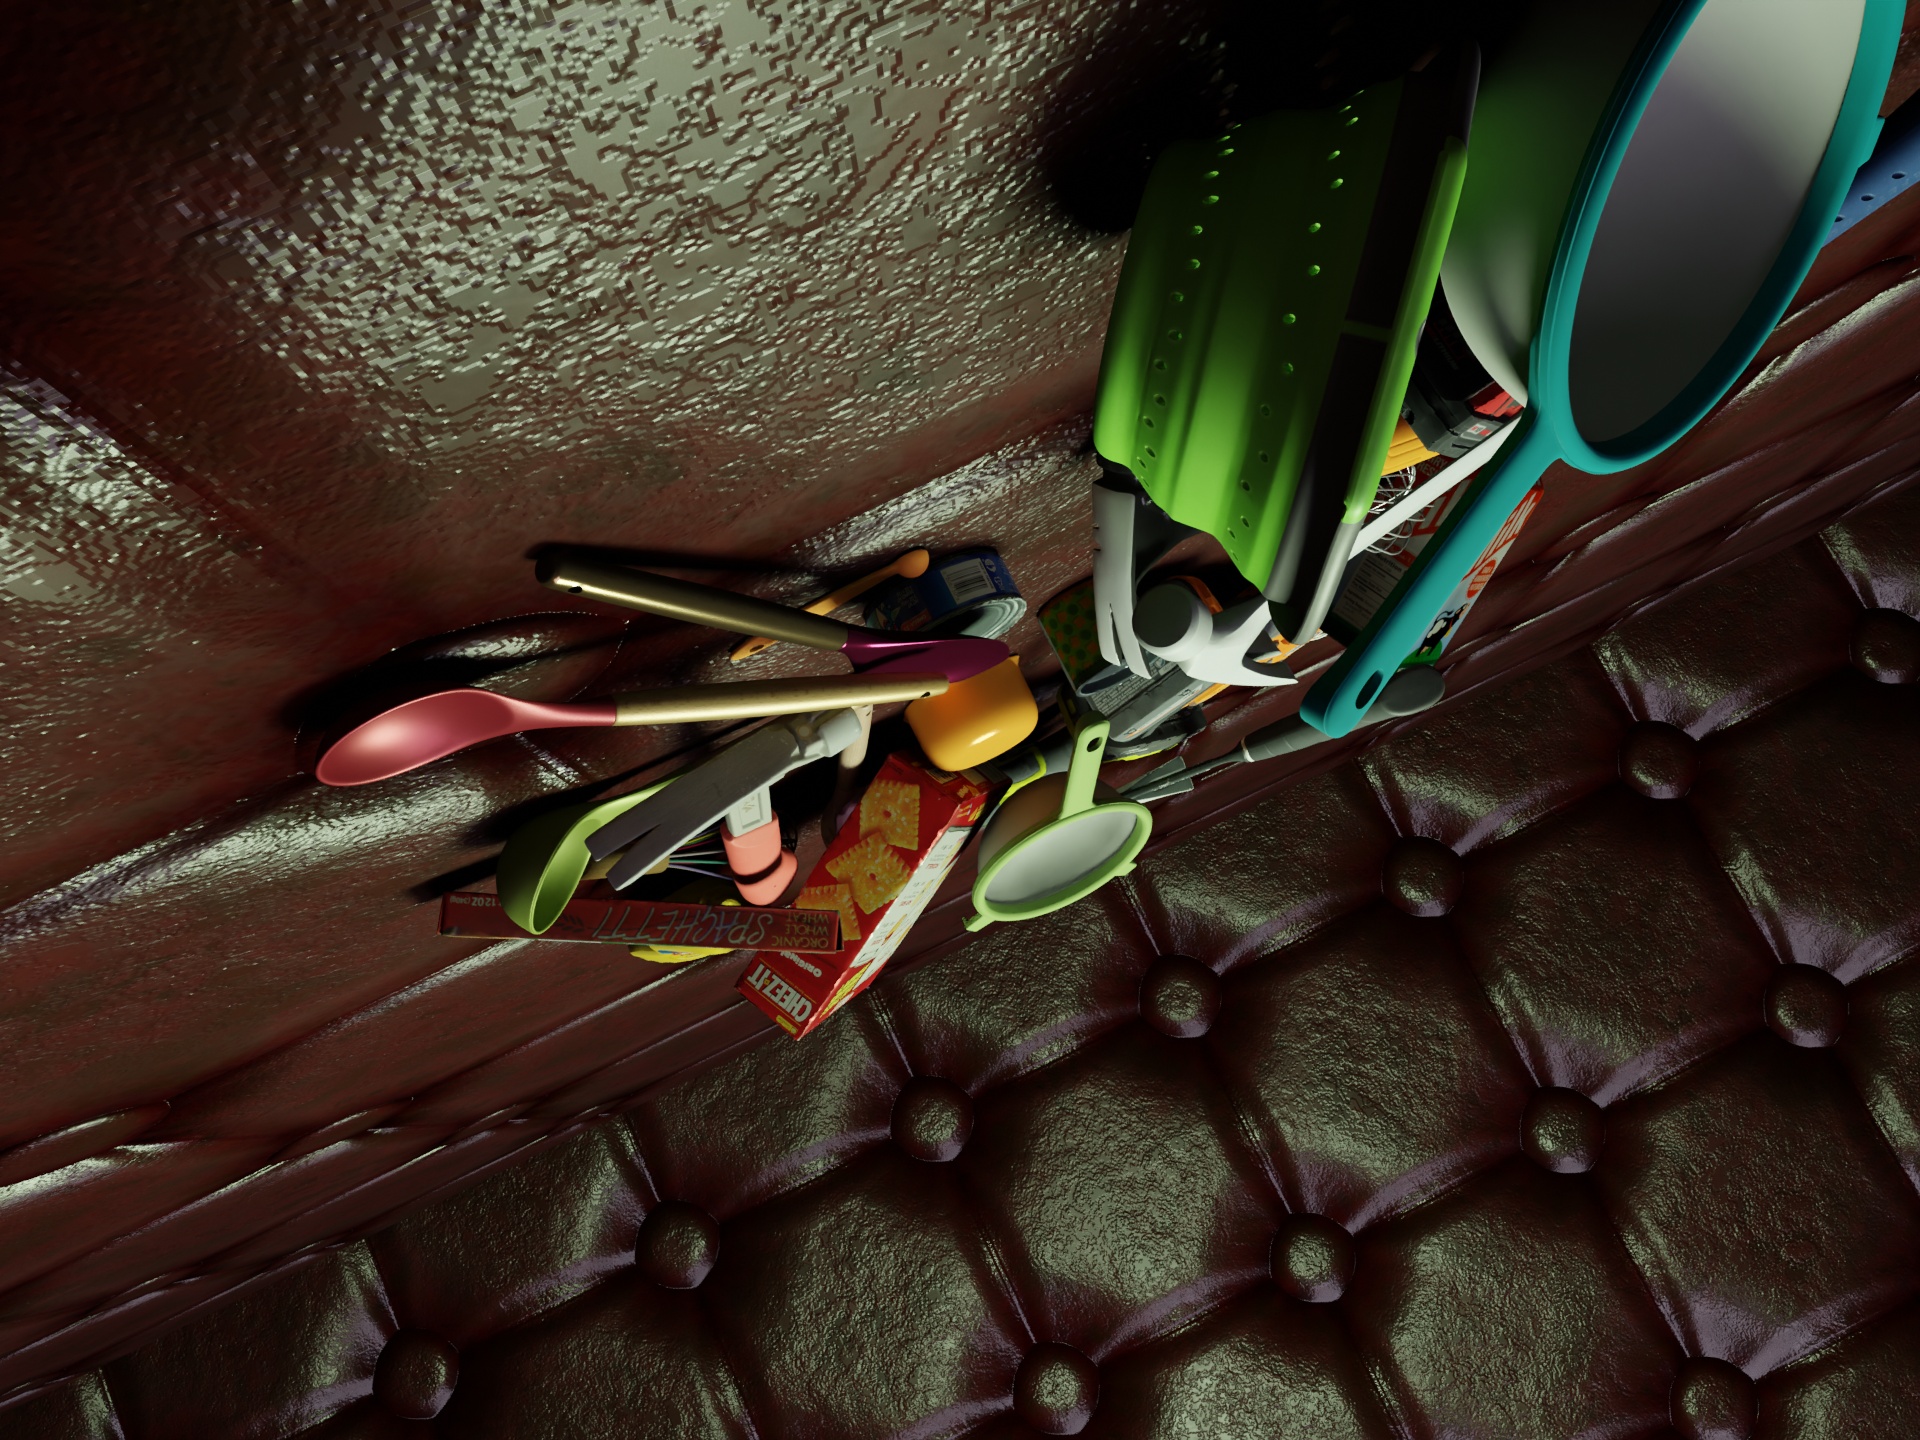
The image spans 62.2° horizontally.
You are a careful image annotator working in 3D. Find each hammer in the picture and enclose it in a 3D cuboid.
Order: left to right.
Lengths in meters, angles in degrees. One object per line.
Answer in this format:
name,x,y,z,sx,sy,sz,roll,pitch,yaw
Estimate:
hammer,-0.134,0.075,0.962,0.149,0.037,0.359,-33,171,-13
hammer,0.213,0.025,1.205,0.149,0.036,0.409,-19,175,-30
hammer,0.201,-0.133,0.884,0.337,0.034,0.127,-24,124,-34
hammer,0.269,-0.142,0.739,0.405,0.035,0.144,-37,156,19

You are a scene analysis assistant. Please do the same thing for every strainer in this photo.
strainer,0.070,0.055,1.176,0.151,0.069,0.256,-18,148,-17
strainer,0.203,-0.152,0.579,0.340,0.095,0.210,-54,145,2

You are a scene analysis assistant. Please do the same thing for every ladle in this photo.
ladle,-0.138,-0.007,0.742,0.315,0.031,0.069,-6,154,-34
ladle,-0.129,0.030,0.954,0.320,0.062,0.078,-27,167,-10

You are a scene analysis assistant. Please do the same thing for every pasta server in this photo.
pasta server,-0.075,0.041,1.147,0.060,0.040,0.316,-50,173,-19

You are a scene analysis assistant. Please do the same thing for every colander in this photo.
colander,0.116,-0.149,0.627,0.094,0.204,0.397,15,-168,7

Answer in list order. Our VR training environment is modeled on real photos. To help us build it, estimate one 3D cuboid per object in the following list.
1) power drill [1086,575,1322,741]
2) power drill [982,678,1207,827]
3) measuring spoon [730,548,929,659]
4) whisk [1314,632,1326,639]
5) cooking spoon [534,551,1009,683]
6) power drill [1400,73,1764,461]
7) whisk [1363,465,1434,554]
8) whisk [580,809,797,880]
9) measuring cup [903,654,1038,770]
power drill,0.184,-0.057,1.174,0.226,0.084,0.164,-20,166,-44
power drill,0.076,0.026,1.304,0.171,0.080,0.223,-13,165,-46
measuring spoon,-0.067,-0.057,0.821,0.117,0.011,0.021,-28,167,6
whisk,0.219,-0.057,1.321,0.246,0.059,0.058,-30,-165,33
cooking spoon,-0.074,-0.044,0.748,0.069,0.017,0.318,-24,162,29
power drill,0.301,-0.223,0.747,0.226,0.080,0.187,-37,164,30
whisk,0.202,-0.135,0.946,0.284,0.070,0.070,-4,155,-48
whisk,-0.196,0.090,1.114,0.245,0.051,0.047,0,130,-56
measuring cup,-0.002,-0.003,1.071,0.095,0.052,0.173,-29,169,13
